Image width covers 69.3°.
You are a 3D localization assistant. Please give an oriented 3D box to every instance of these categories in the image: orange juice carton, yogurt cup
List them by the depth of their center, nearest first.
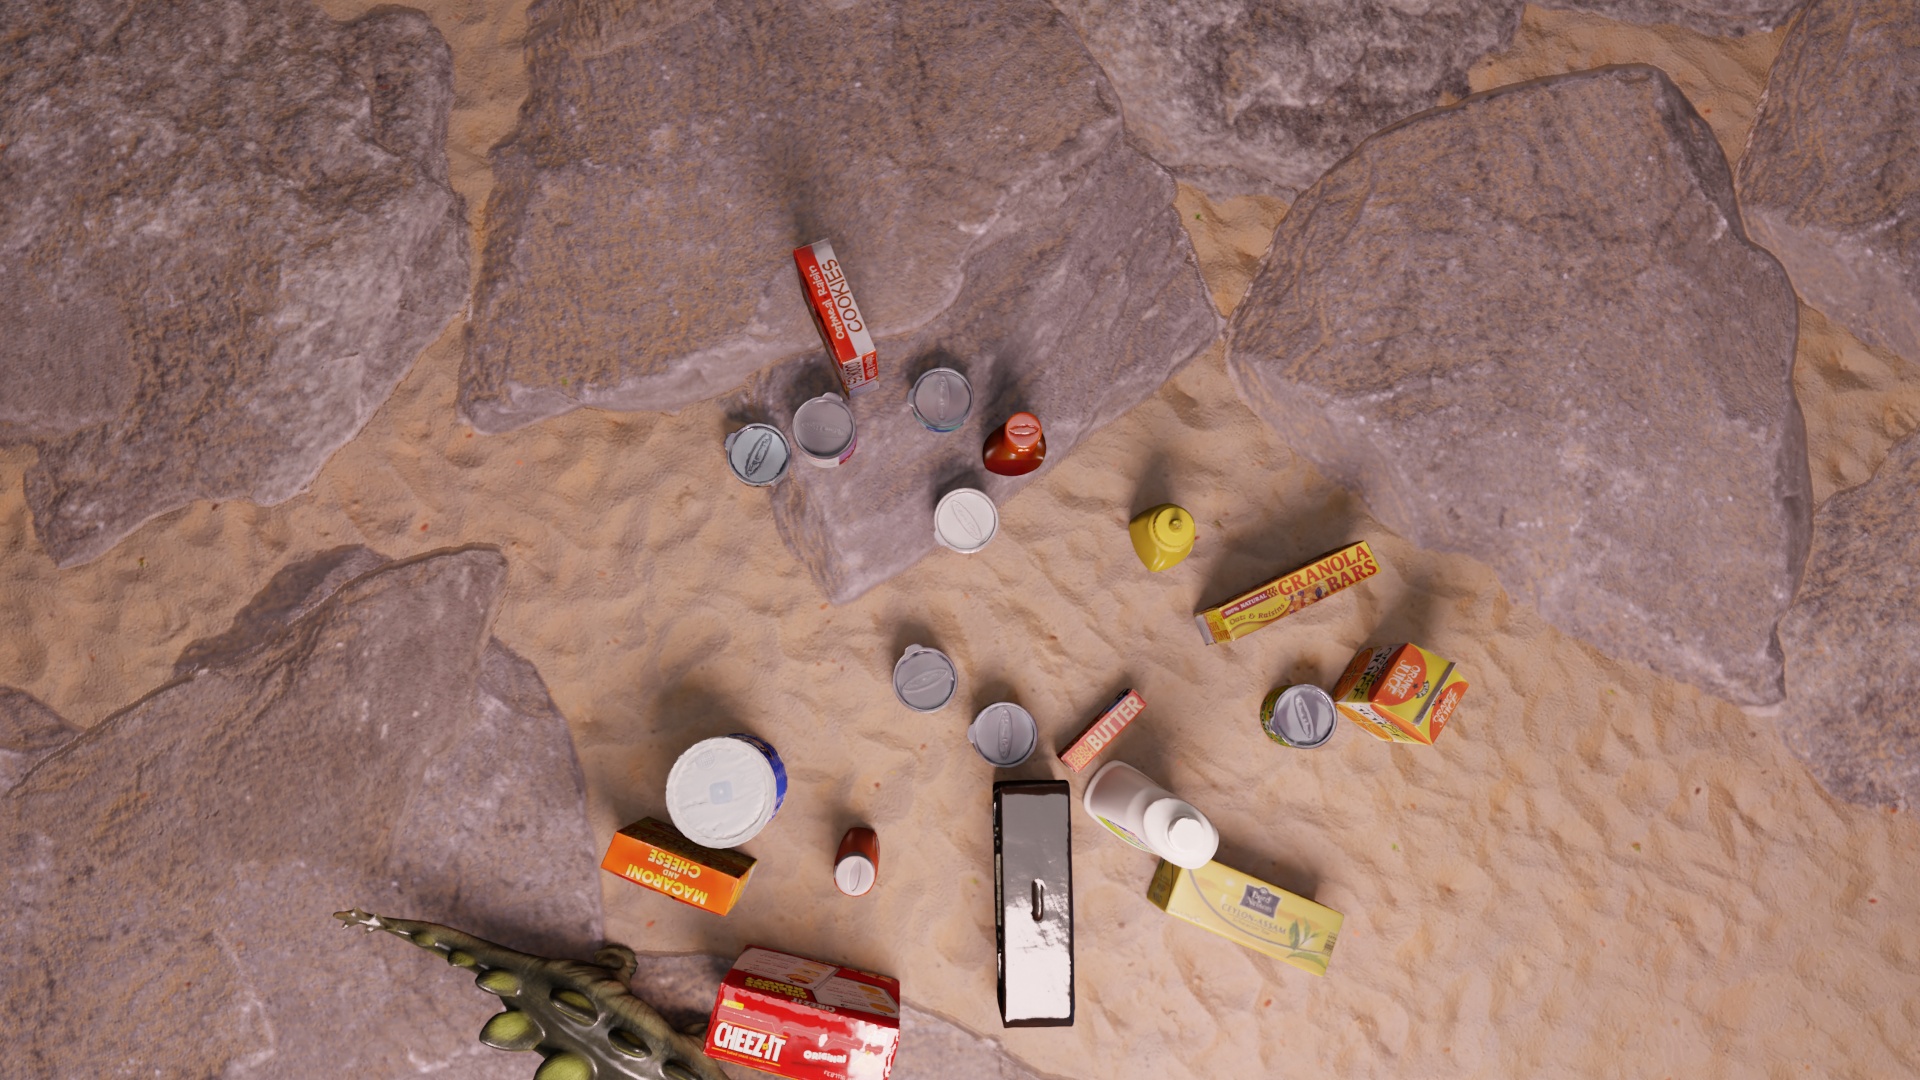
[{"bbox_3d":[0.436,0.152,1.375,0.073,0.192,0.072,35,83,2],"label":"orange juice carton"},{"bbox_3d":[0.005,-0.018,1.446,0.072,0.054,0.072,0,83,-3],"label":"yogurt cup"}]

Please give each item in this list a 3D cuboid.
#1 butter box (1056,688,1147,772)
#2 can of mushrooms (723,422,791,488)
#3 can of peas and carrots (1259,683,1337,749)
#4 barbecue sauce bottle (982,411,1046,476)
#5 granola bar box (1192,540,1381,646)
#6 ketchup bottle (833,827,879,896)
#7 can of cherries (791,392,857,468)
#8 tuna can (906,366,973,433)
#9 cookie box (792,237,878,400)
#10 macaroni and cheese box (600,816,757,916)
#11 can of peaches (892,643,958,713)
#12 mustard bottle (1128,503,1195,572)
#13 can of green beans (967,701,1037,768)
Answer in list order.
[{"bbox_3d":[0.145,0.195,1.426,0.103,0.053,0.024,-43,87,-7],"label":"butter box"},{"bbox_3d":[-0.212,-0.089,1.455,0.071,0.033,0.071,0,83,-3],"label":"can of mushrooms"},{"bbox_3d":[0.346,0.182,1.434,0.071,0.058,0.071,0,83,-3],"label":"can of peas and carrots"},{"bbox_3d":[0.058,-0.098,1.411,0.065,0.148,0.043,-2,84,-3],"label":"barbecue sauce bottle"},{"bbox_3d":[0.329,0.054,1.416,0.166,0.124,0.039,-24,85,-5],"label":"granola bar box"},{"bbox_3d":[-0.102,0.317,1.351,0.043,0.148,0.065,8,83,-2],"label":"ketchup bottle"},{"bbox_3d":[-0.139,-0.114,1.449,0.071,0.058,0.071,0,83,-3],"label":"can of cherries"},{"bbox_3d":[-0.022,-0.148,1.471,0.071,0.033,0.071,0,83,-3],"label":"tuna can"},{"bbox_3d":[-0.125,-0.220,1.408,0.040,0.167,0.123,-23,85,-5],"label":"cookie box"},{"bbox_3d":[-0.266,0.312,1.335,0.124,0.166,0.040,21,83,0],"label":"macaroni and cheese box"},{"bbox_3d":[-0.037,0.141,1.422,0.071,0.058,0.071,0,83,-3],"label":"can of peaches"},{"bbox_3d":[0.208,-0.007,1.400,0.049,0.160,0.065,-25,85,-5],"label":"mustard bottle"},{"bbox_3d":[0.044,0.197,1.418,0.071,0.057,0.071,0,83,-3],"label":"can of green beans"}]
